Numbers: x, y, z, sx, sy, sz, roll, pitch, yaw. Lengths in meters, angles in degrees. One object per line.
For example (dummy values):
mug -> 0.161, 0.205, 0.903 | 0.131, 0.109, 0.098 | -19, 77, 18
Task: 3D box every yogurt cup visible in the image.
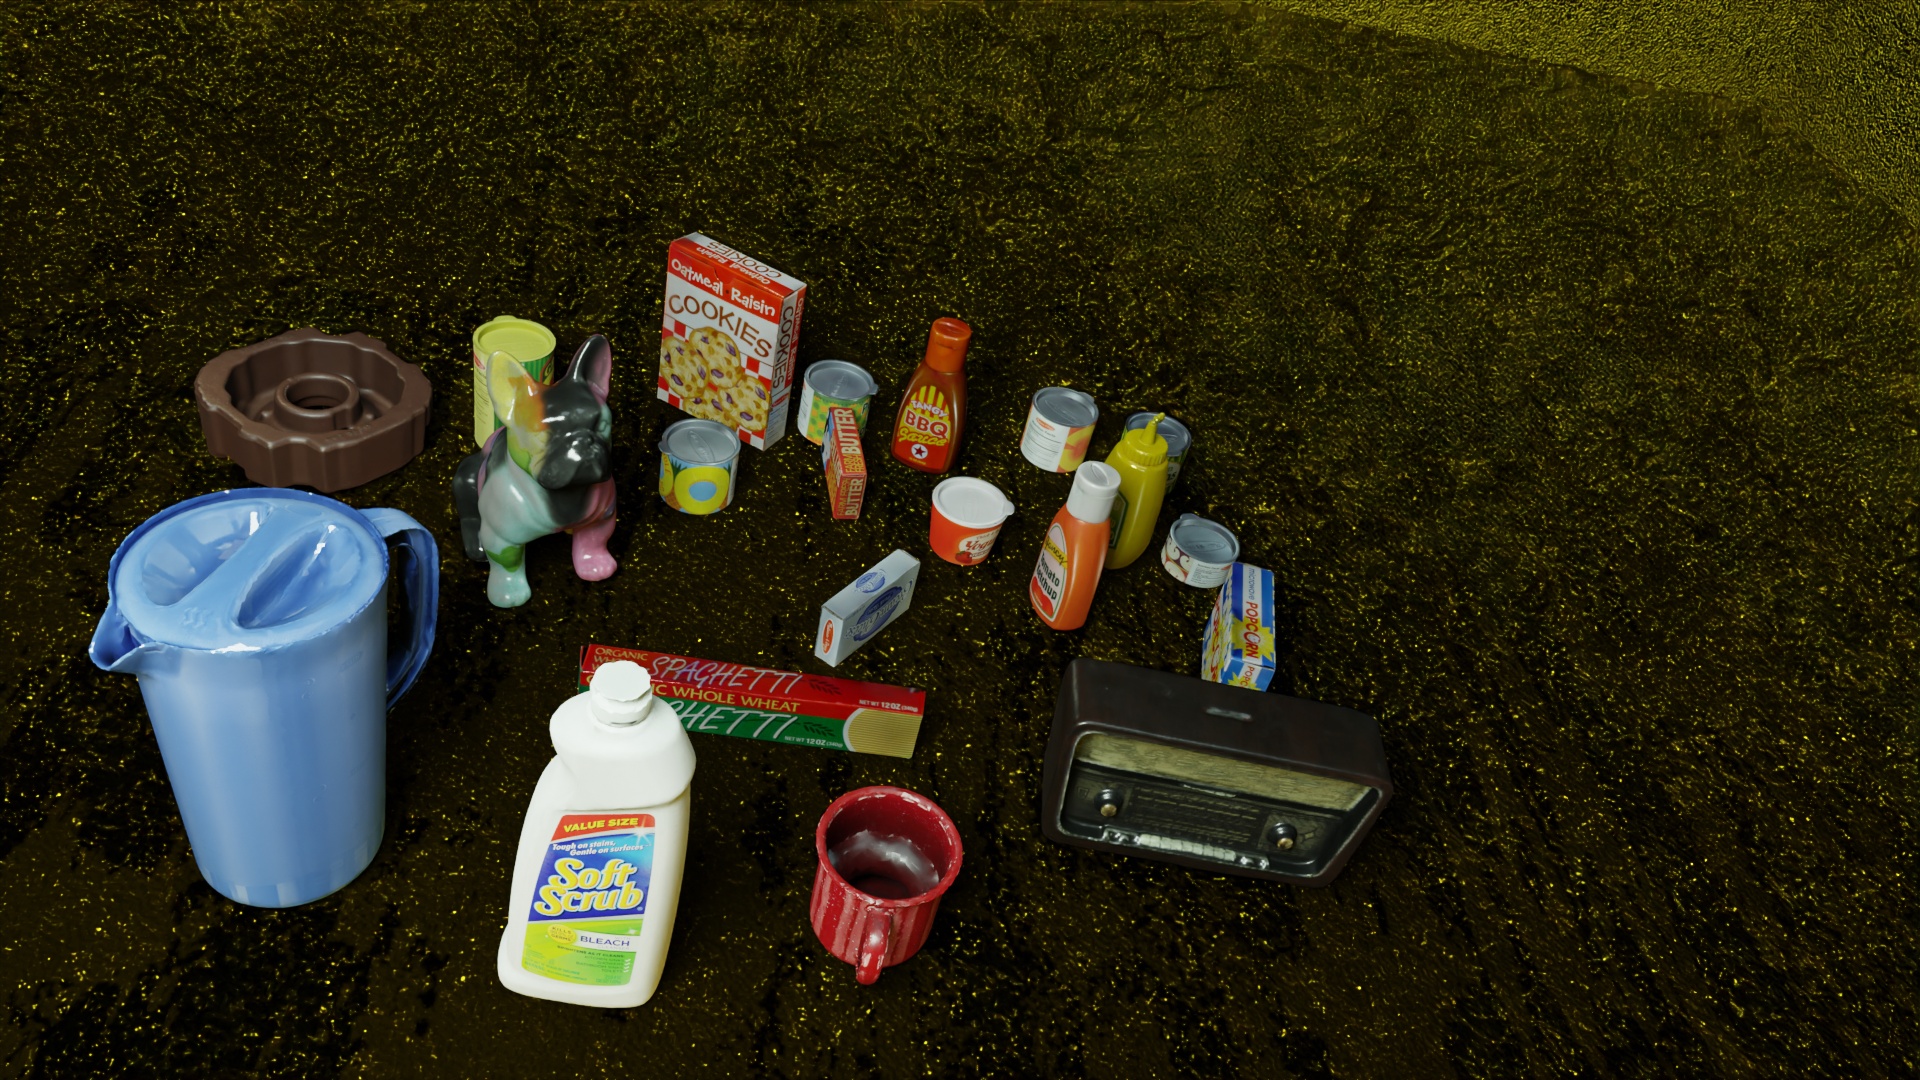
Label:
yogurt cup -> 0.004, -0.015, 1.224 | 0.072, 0.053, 0.073 | 9, 38, -7

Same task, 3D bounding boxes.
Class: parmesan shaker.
parmesan shaker -> -0.386, -0.132, 1.201 | 0.071, 0.102, 0.072 | 9, 38, -7

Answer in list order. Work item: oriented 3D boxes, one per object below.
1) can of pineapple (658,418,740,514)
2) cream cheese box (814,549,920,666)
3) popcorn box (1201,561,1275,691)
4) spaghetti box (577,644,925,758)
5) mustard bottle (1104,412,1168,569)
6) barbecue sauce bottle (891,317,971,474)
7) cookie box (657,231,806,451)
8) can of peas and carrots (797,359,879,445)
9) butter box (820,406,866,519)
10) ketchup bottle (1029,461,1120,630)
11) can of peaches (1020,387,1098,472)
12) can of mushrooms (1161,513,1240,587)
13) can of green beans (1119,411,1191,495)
can of pineapple -> -0.229, -0.064, 1.205 | 0.071, 0.057, 0.071 | 9, 38, -7
cream cheese box -> -0.075, 0.053, 1.114 | 0.024, 0.053, 0.104 | 31, 41, 20
popcorn box -> 0.228, 0.090, 1.143 | 0.038, 0.084, 0.127 | 15, 38, 0
spaghetti box -> -0.152, 0.118, 1.012 | 0.250, 0.049, 0.029 | 9, 39, -8
mustard bottle -> 0.150, -0.049, 1.227 | 0.049, 0.159, 0.065 | -19, 49, -36
barbecue sauce bottle -> -0.022, -0.134, 1.286 | 0.065, 0.147, 0.044 | 21, 38, 8
cookie box -> -0.211, -0.180, 1.265 | 0.123, 0.166, 0.040 | 27, 40, 15
can of peas and carrots -> -0.117, -0.129, 1.321 | 0.071, 0.058, 0.071 | 9, 38, -7
butter box -> -0.106, -0.071, 1.257 | 0.024, 0.052, 0.104 | 2, 40, -16
ketchup bottle -> 0.097, 0.003, 1.156 | 0.043, 0.148, 0.065 | -5, 42, -23
can of peaches -> 0.098, -0.109, 1.367 | 0.071, 0.057, 0.071 | 9, 38, -7
can of mushrooms -> 0.220, 0.009, 1.280 | 0.071, 0.033, 0.071 | 9, 39, -7
can of green beans -> 0.186, -0.084, 1.364 | 0.071, 0.057, 0.071 | 9, 38, -7
